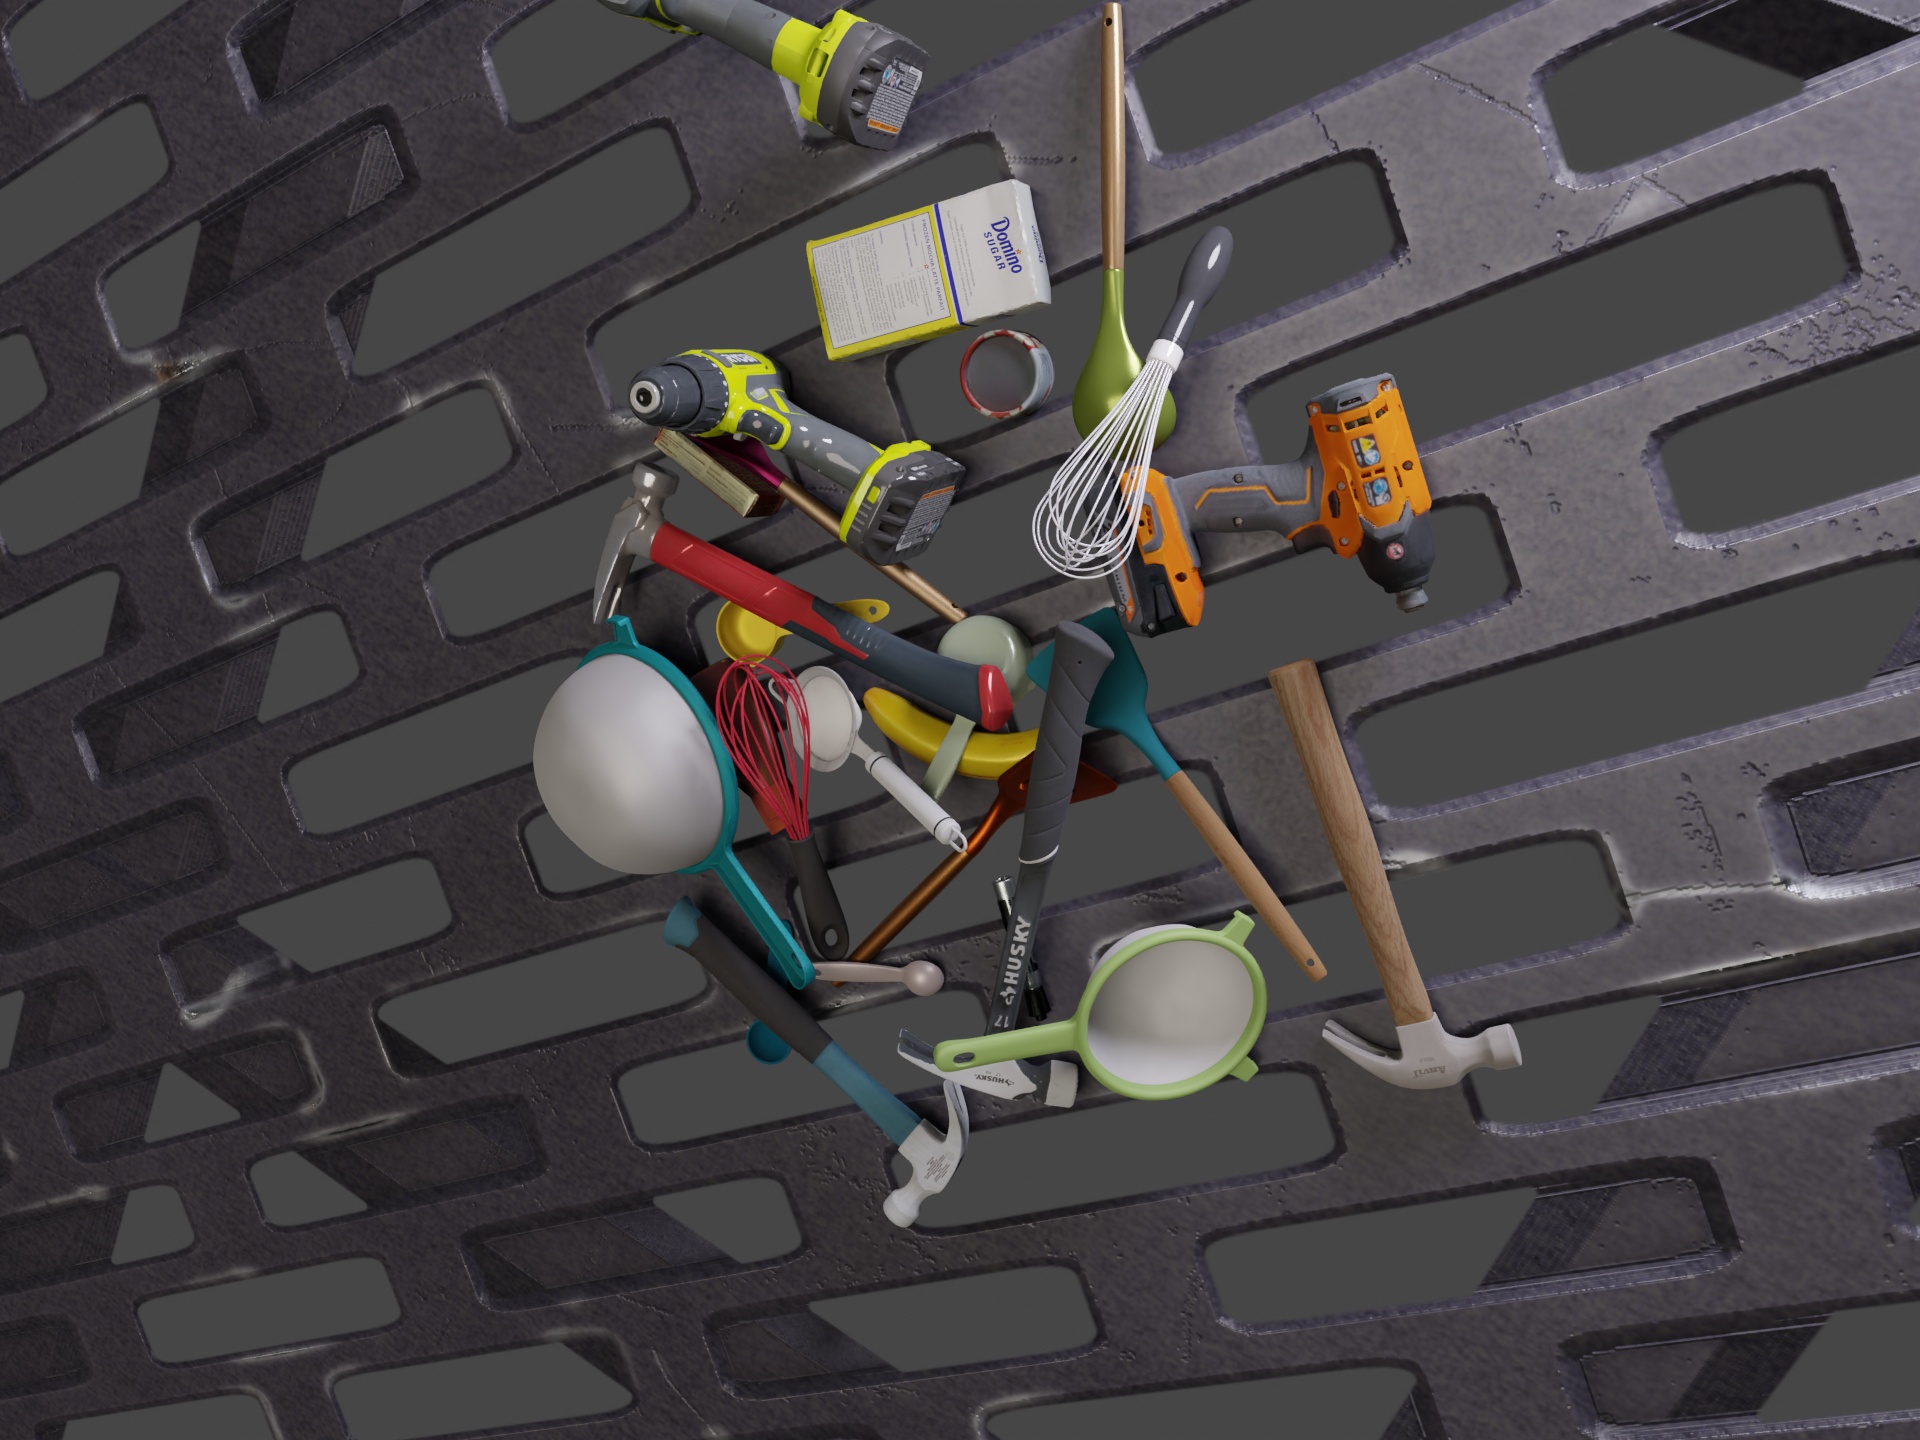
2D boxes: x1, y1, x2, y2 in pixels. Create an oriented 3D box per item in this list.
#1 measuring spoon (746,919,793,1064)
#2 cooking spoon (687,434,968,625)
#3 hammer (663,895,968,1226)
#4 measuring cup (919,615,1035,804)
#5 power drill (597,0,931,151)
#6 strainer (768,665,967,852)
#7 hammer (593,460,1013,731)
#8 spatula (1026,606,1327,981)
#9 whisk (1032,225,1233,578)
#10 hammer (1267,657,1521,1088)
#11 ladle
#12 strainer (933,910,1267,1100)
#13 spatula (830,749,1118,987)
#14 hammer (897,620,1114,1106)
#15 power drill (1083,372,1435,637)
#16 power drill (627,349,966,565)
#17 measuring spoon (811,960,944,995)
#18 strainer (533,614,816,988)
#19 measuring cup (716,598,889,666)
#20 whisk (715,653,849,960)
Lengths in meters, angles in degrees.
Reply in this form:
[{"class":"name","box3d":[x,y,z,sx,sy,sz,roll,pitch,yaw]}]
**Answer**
[{"class":"measuring spoon","box3d":[-0.159,0.236,1.391,0.042,0.021,0.128,9,95,13]},{"class":"cooking spoon","box3d":[-0.123,-0.174,1.274,0.319,0.069,0.017,37,125,6]},{"class":"hammer","box3d":[-0.128,0.275,1.357,0.331,0.033,0.128,41,103,7]},{"class":"measuring cup","box3d":[-0.002,-0.004,1.231,0.083,0.038,0.167,23,85,22]},{"class":"power drill","box3d":[-0.143,-0.501,1.160,0.223,0.171,0.080,28,110,5]},{"class":"strainer","box3d":[-0.068,0.032,1.255,0.259,0.050,0.086,41,123,42]},{"class":"hammer","box3d":[-0.131,-0.071,1.260,0.386,0.038,0.143,27,105,24]},{"class":"spatula","box3d":[0.173,0.063,1.191,0.082,0.044,0.318,-37,79,4]},{"class":"whisk","box3d":[0.130,-0.223,1.101,0.070,0.070,0.285,22,77,17]},{"class":"hammer","box3d":[0.295,0.115,1.171,0.130,0.031,0.331,-19,93,24]},{"class":"ladle","box3d":[0.116,-0.350,1.151,0.078,0.062,0.320,1,94,31]},{"class":"strainer","box3d":[0.102,0.220,1.213,0.256,0.069,0.151,-10,115,-6]},{"class":"spatula","box3d":[-0.007,0.126,1.288,0.081,0.041,0.322,28,120,-29]},{"class":"hammer","box3d":[0.051,0.116,1.212,0.149,0.036,0.408,9,114,-1]},{"class":"power drill","box3d":[0.218,-0.132,1.128,0.226,0.084,0.164,-17,94,20]},{"class":"power drill","box3d":[-0.126,-0.207,1.193,0.228,0.190,0.080,31,110,9]},{"class":"measuring spoon","box3d":[-0.076,0.217,1.333,0.124,0.018,0.034,1,125,11]},{"class":"strainer","box3d":[-0.249,0.096,1.308,0.340,0.095,0.211,52,135,12]},{"class":"measuring cup","box3d":[-0.126,-0.082,1.305,0.156,0.029,0.062,-7,97,20]},{"class":"whisk","box3d":[-0.136,0.076,1.289,0.073,0.073,0.295,-1,121,22]}]
